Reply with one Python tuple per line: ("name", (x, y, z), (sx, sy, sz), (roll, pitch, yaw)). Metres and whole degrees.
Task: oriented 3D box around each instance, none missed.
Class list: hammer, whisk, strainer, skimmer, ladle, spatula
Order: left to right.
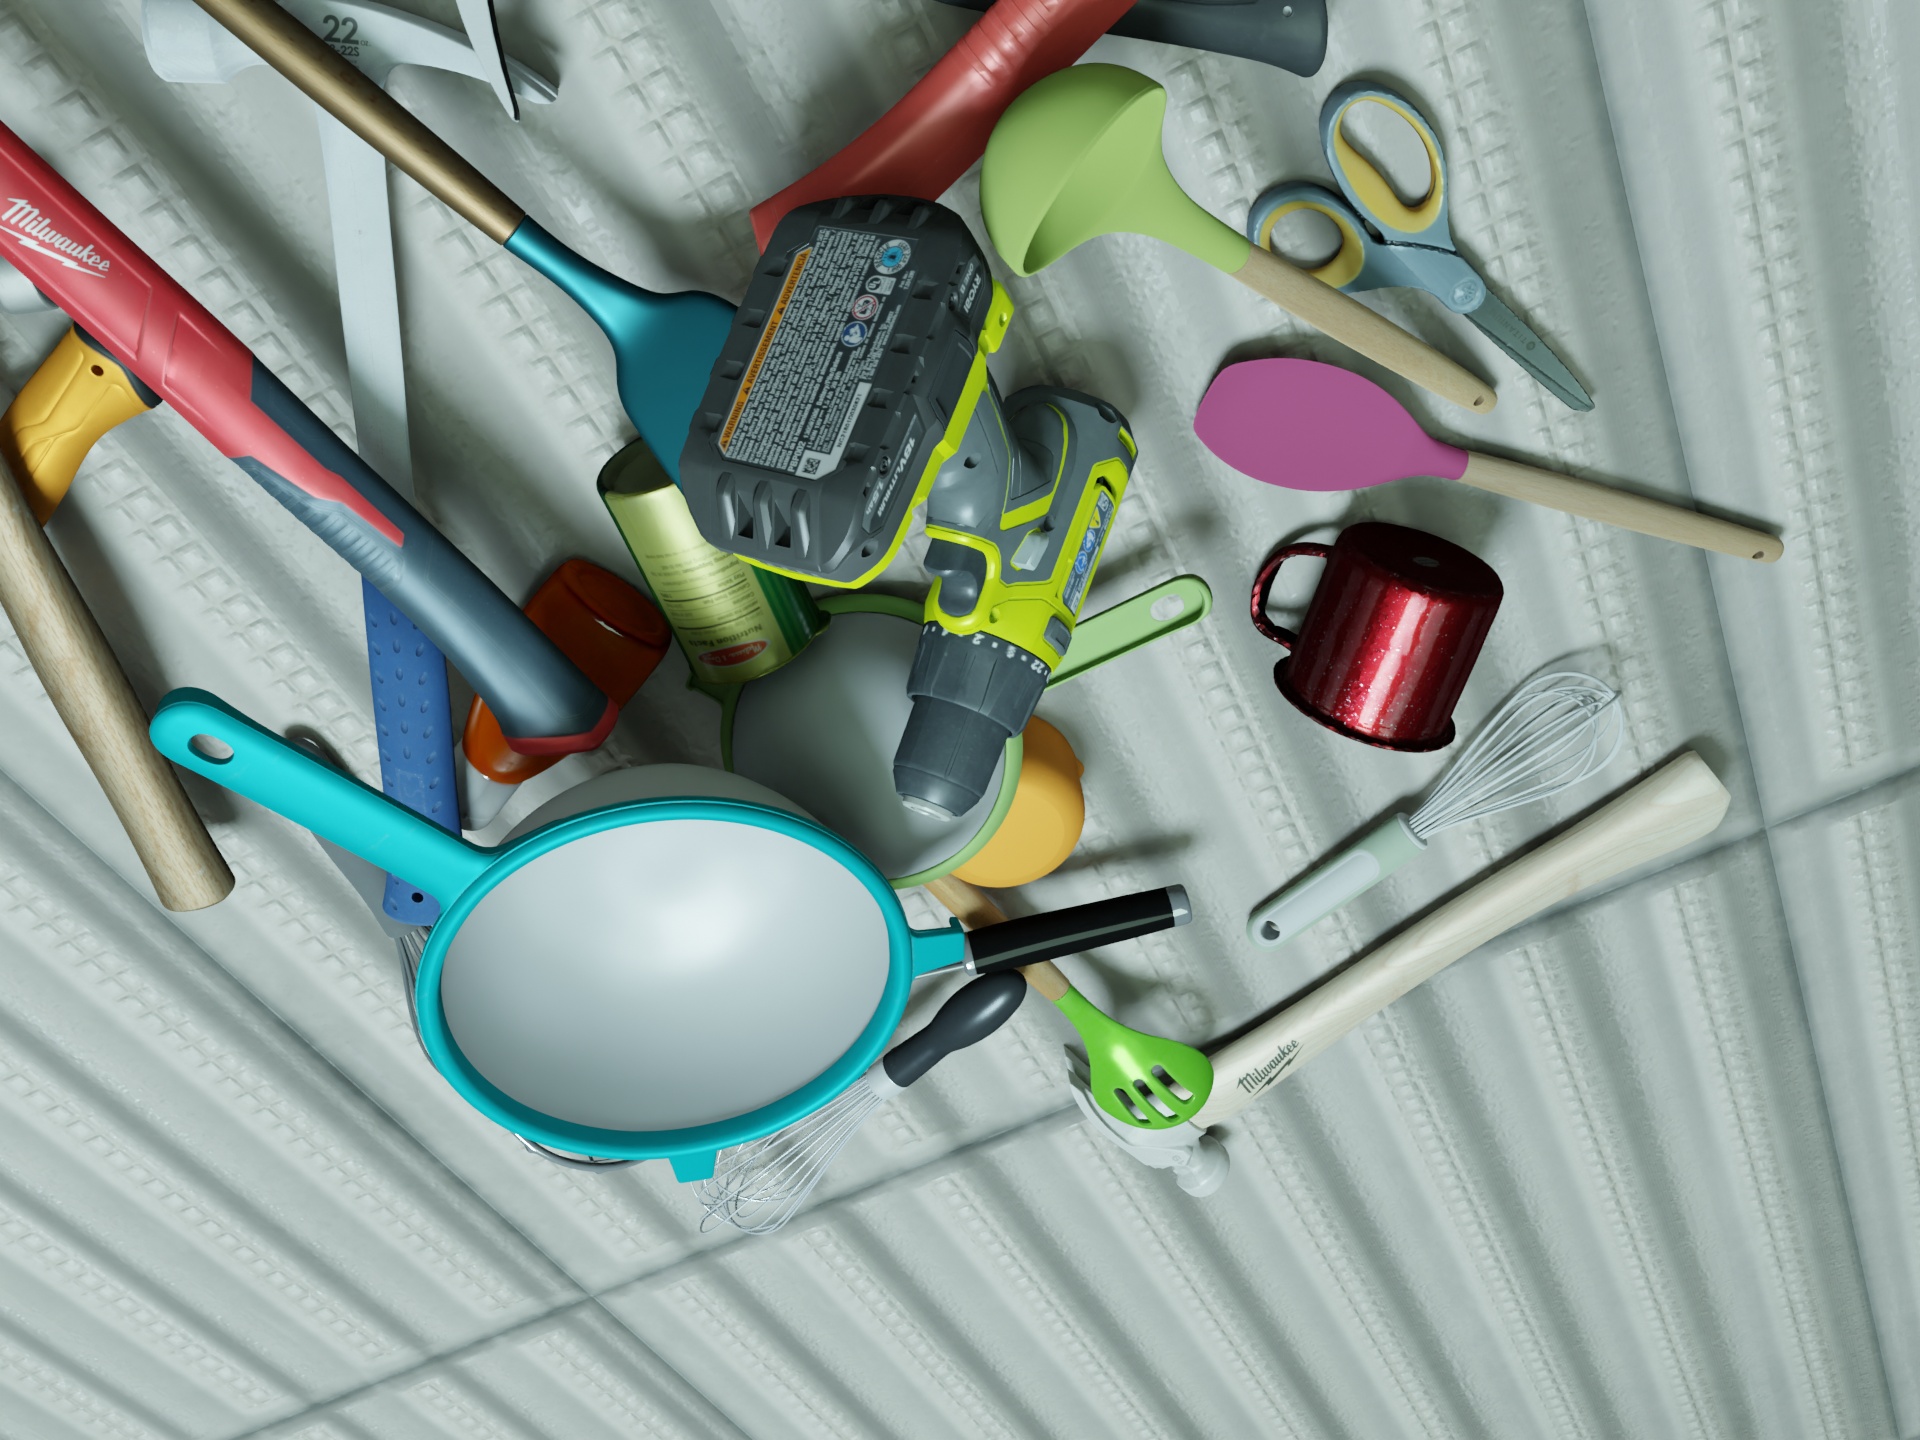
("hammer", (-0.459, -0.056, 0.703), (0.127, 0.034, 0.337), (35, 115, -29))
("hammer", (-0.392, -0.043, 0.682), (0.130, 0.031, 0.331), (-9, 128, -3))
("hammer", (-0.262, -0.130, 0.604), (0.143, 0.038, 0.386), (-44, 120, -2))
("whisk", (-0.295, 0.106, 0.836), (0.055, 0.055, 0.238), (-17, 122, 5))
("hammer", (-0.237, -0.088, 0.678), (0.144, 0.035, 0.405), (0, 118, -8))
("spatula", (-0.185, -0.196, 0.581), (0.317, 0.044, 0.082), (37, 107, -22))
("strainer", (-0.176, 0.062, 0.684), (0.211, 0.095, 0.340), (-43, 123, 17))
("whisk", (-0.063, 0.222, 0.920), (0.070, 0.070, 0.284), (33, 121, -27))
("skimmer", (-0.055, 0.134, 0.812), (0.363, 0.090, 0.127), (-13, 81, -3))
("hammer", (-0.021, -0.277, 0.585), (0.334, 0.035, 0.146), (4, 108, -14))
("strainer", (-0.001, -0.002, 0.742), (0.256, 0.069, 0.151), (-25, 100, 14))
("hammer", (0.064, -0.264, 0.549), (0.359, 0.037, 0.149), (-39, 136, 23))
("ladle", (0.131, -0.167, 0.627), (0.320, 0.062, 0.078), (13, 127, -41))
("hammer", (0.252, 0.141, 0.934), (0.410, 0.038, 0.146), (-38, 120, 18))
("whisk", (0.253, 0.056, 0.868), (0.246, 0.059, 0.058), (-40, 82, 25))

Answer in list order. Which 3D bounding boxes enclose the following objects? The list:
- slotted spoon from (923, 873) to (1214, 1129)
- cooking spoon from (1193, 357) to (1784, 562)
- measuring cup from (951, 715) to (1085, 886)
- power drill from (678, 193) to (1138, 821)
("slotted spoon", (0.037, 0.136, 0.885), (0.070, 0.031, 0.313), (-37, 113, 18))
("cooking spoon", (0.260, -0.116, 0.760), (0.318, 0.017, 0.068), (12, 135, -15))
("measuring cup", (0.020, 0.011, 0.799), (0.095, 0.052, 0.173), (-5, 128, -4))
("power drill", (-0.010, -0.073, 0.618), (0.080, 0.190, 0.228), (16, 169, 26))
